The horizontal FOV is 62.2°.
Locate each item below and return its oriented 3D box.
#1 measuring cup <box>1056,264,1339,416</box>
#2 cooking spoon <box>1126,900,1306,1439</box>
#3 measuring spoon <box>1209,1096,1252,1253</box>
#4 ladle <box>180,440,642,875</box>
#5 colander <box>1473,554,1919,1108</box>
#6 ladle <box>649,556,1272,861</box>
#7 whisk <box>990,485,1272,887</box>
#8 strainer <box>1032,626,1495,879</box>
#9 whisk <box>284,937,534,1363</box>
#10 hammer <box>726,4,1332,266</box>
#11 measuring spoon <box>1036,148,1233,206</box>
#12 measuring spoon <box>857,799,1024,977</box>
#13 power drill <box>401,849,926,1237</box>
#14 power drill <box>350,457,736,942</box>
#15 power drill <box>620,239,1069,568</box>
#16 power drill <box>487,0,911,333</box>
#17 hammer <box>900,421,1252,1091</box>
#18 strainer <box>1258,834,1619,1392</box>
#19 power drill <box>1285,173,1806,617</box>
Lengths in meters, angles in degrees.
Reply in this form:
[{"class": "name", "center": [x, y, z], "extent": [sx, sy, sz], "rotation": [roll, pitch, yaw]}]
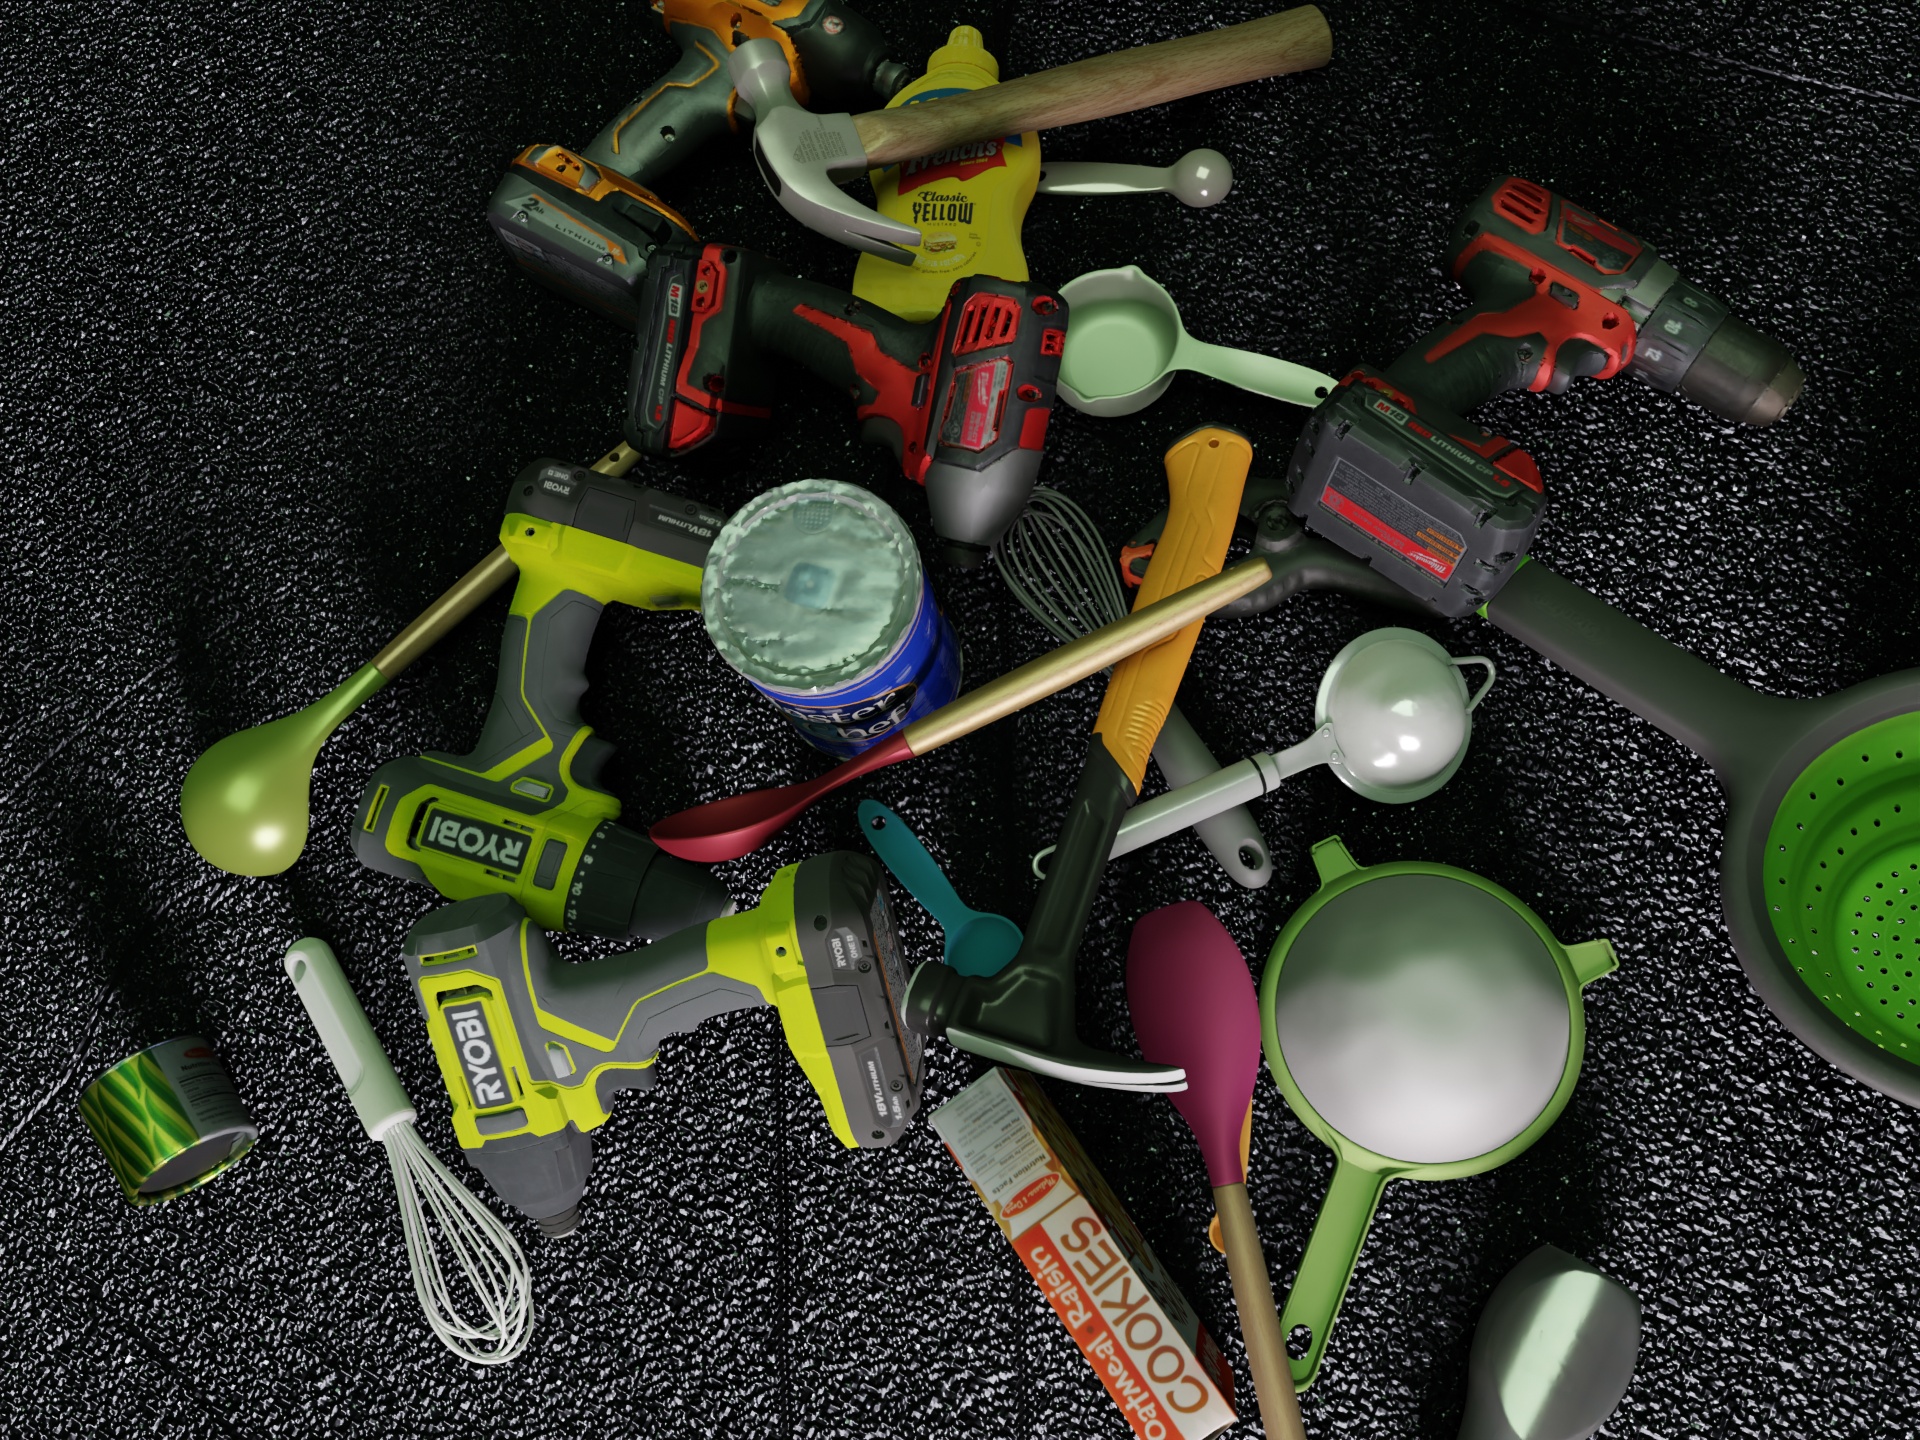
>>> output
[{"class": "measuring cup", "center": [0.123, -0.187, 0.850], "extent": [0.167, 0.038, 0.083], "rotation": [18, 78, 10]}, {"class": "cooking spoon", "center": [0.128, 0.237, 0.723], "extent": [0.069, 0.017, 0.319], "rotation": [-24, 66, 31]}, {"class": "measuring spoon", "center": [0.129, 0.194, 0.762], "extent": [0.021, 0.011, 0.117], "rotation": [1, 72, 8]}, {"class": "ladle", "center": [-0.294, -0.040, 0.875], "extent": [0.078, 0.062, 0.320], "rotation": [42, 78, 17]}, {"class": "colander", "center": [0.389, 0.039, 0.733], "extent": [0.204, 0.094, 0.397], "rotation": [-46, 56, -5]}, {"class": "ladle", "center": [-0.001, -0.002, 0.742], "extent": [0.315, 0.069, 0.031], "rotation": [-26, 101, 8]}, {"class": "whisk", "center": [0.086, -0.018, 0.805], "extent": [0.055, 0.055, 0.239], "rotation": [-31, 78, -1]}, {"class": "strainer", "center": [0.154, 0.023, 0.763], "extent": [0.258, 0.050, 0.087], "rotation": [-23, 95, -7]}, {"class": "whisk", "center": [-0.282, 0.210, 0.799], "extent": [0.058, 0.059, 0.246], "rotation": [-46, 67, 24]}, {"class": "hammer", "center": [0.052, -0.333, 0.855], "extent": [0.331, 0.031, 0.130], "rotation": [-18, 80, -14]}, {"class": "measuring spoon", "center": [0.091, -0.309, 0.895], "extent": [0.124, 0.018, 0.034], "rotation": [4, 76, 10]}, {"class": "measuring spoon", "center": [-0.011, 0.089, 0.809], "extent": [0.042, 0.021, 0.129], "rotation": [-40, 64, -3]}, {"class": "power drill", "center": [-0.136, 0.155, 0.760], "extent": [0.223, 0.080, 0.171], "rotation": [-12, 103, 7]}, {"class": "power drill", "center": [-0.185, -0.002, 0.822], "extent": [0.190, 0.080, 0.228], "rotation": [17, 81, 2]}, {"class": "power drill", "center": [-0.058, -0.166, 0.818], "extent": [0.220, 0.078, 0.143], "rotation": [15, 102, 21]}, {"class": "power drill", "center": [-0.142, -0.331, 0.906], "extent": [0.164, 0.084, 0.226], "rotation": [29, 77, 14]}, {"class": "hammer", "center": [0.086, 0.003, 0.744], "extent": [0.127, 0.034, 0.337], "rotation": [13, 67, 19]}, {"class": "strainer", "center": [0.194, 0.181, 0.723], "extent": [0.151, 0.069, 0.256], "rotation": [22, 78, 13]}, {"class": "power drill", "center": [0.288, -0.156, 0.779], "extent": [0.188, 0.080, 0.227], "rotation": [36, 66, 14]}]
